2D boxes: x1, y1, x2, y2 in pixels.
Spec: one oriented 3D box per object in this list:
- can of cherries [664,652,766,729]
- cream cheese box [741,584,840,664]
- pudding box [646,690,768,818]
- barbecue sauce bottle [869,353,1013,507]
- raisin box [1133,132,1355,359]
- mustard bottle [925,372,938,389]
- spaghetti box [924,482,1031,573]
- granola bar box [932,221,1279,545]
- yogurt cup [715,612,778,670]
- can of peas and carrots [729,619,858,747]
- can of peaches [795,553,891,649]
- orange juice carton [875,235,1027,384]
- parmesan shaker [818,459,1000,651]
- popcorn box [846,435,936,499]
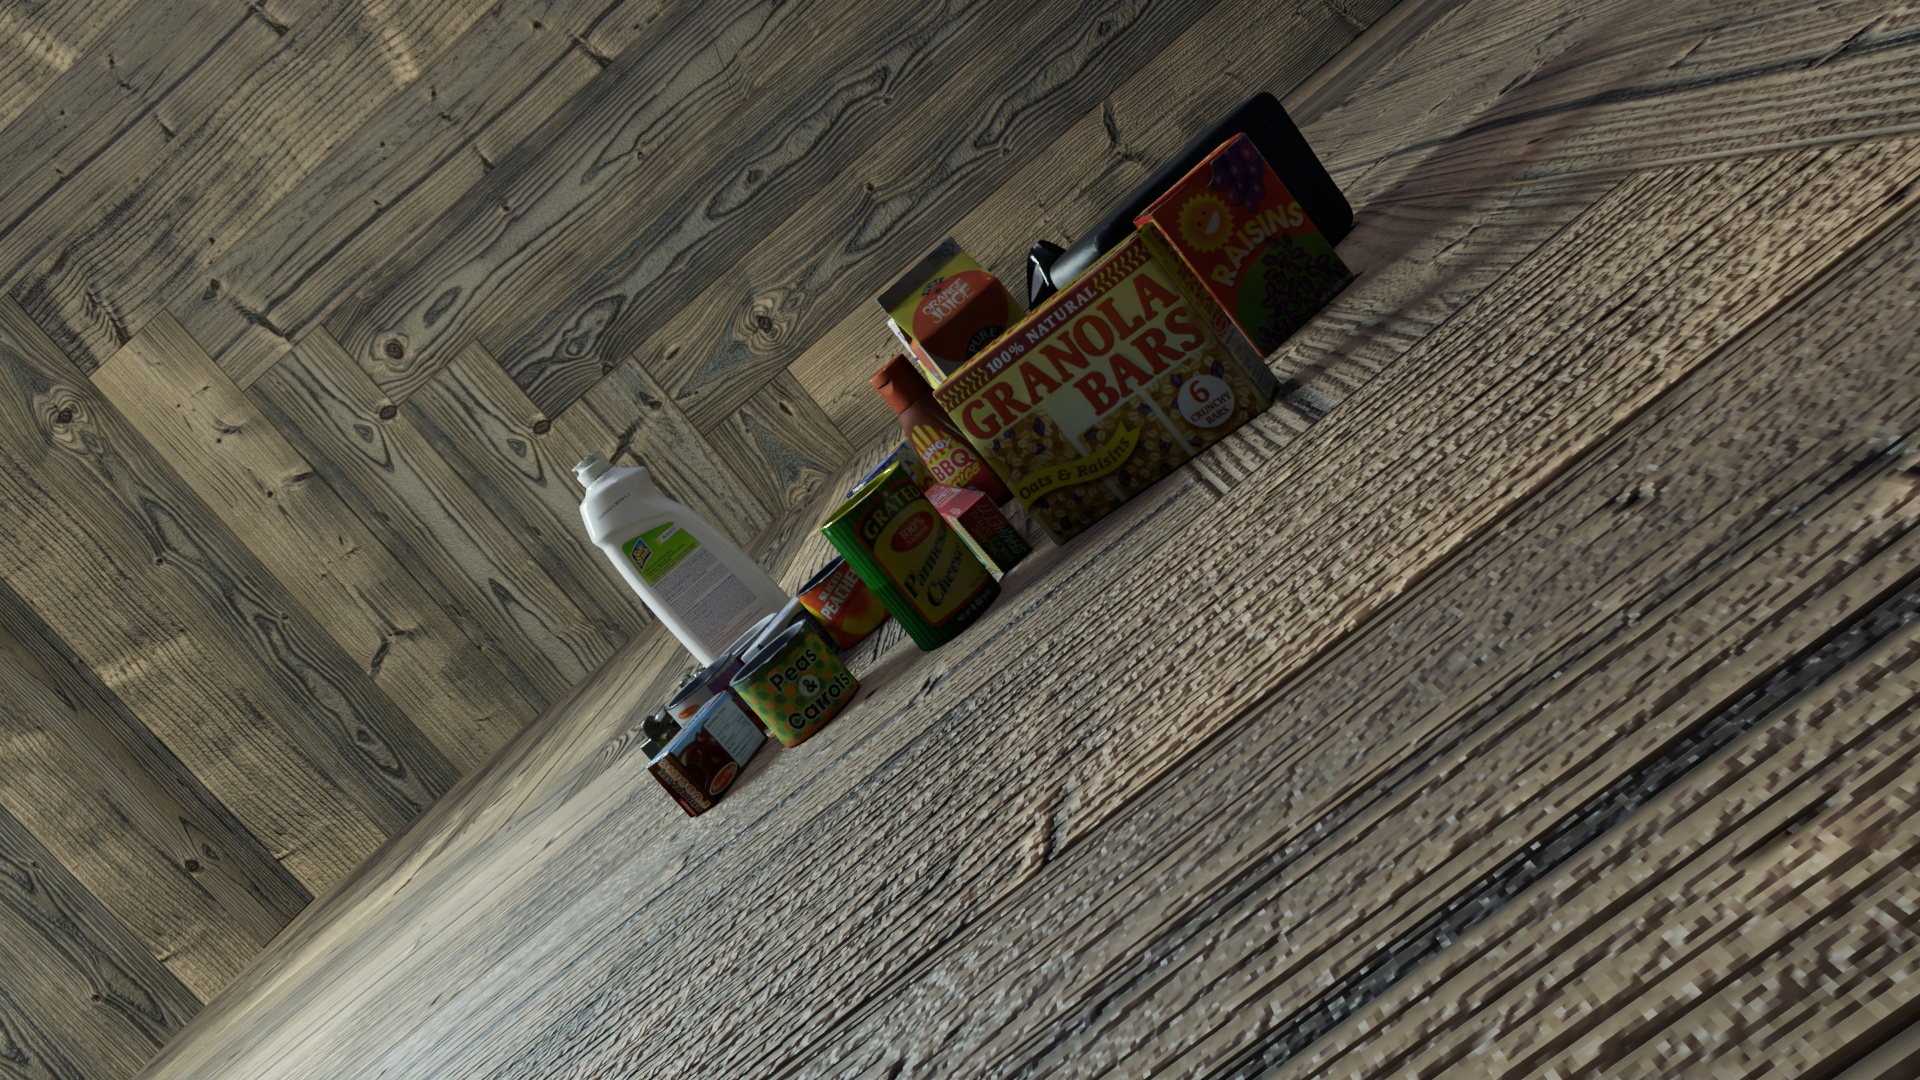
[{"bbox_3d":[-0.183,0.128,1.074,0.071,0.058,0.071,-39,8,7],"label":"can of cherries"},{"bbox_3d":[-0.127,0.081,1.092,0.024,0.053,0.104,-35,10,29],"label":"cream cheese box"},{"bbox_3d":[-0.176,0.148,0.973,0.030,0.049,0.084,-35,10,31],"label":"pudding box"},{"bbox_3d":[-0.014,-0.087,1.152,0.064,0.148,0.044,-33,11,40],"label":"barbecue sauce bottle"},{"bbox_3d":[0.186,-0.191,0.913,0.086,0.123,0.040,-41,8,-6],"label":"raisin box"},{"bbox_3d":[0.009,-0.147,1.320,0.065,0.160,0.049,-36,9,25],"label":"mustard bottle"},{"bbox_3d":[0.004,-0.013,1.026,0.029,0.050,0.250,-41,9,-4],"label":"spaghetti box"},{"bbox_3d":[0.084,-0.089,0.825,0.165,0.124,0.039,-35,10,30],"label":"granola bar box"},{"bbox_3d":[-0.160,0.101,1.131,0.072,0.054,0.072,-39,8,7],"label":"yogurt cup"},{"bbox_3d":[-0.110,0.095,0.927,0.071,0.058,0.071,-39,8,7],"label":"can of peas and carrots"},{"bbox_3d":[-0.087,0.044,1.093,0.071,0.058,0.071,-39,8,7],"label":"can of peaches"},{"bbox_3d":[0.028,-0.118,0.979,0.072,0.192,0.073,-40,8,-2],"label":"orange juice carton"},{"bbox_3d":[-0.029,0.009,0.877,0.071,0.103,0.071,-39,8,7],"label":"parmesan shaker"},{"bbox_3d":[-0.037,-0.043,1.236,0.038,0.085,0.127,-34,10,37],"label":"popcorn box"}]
